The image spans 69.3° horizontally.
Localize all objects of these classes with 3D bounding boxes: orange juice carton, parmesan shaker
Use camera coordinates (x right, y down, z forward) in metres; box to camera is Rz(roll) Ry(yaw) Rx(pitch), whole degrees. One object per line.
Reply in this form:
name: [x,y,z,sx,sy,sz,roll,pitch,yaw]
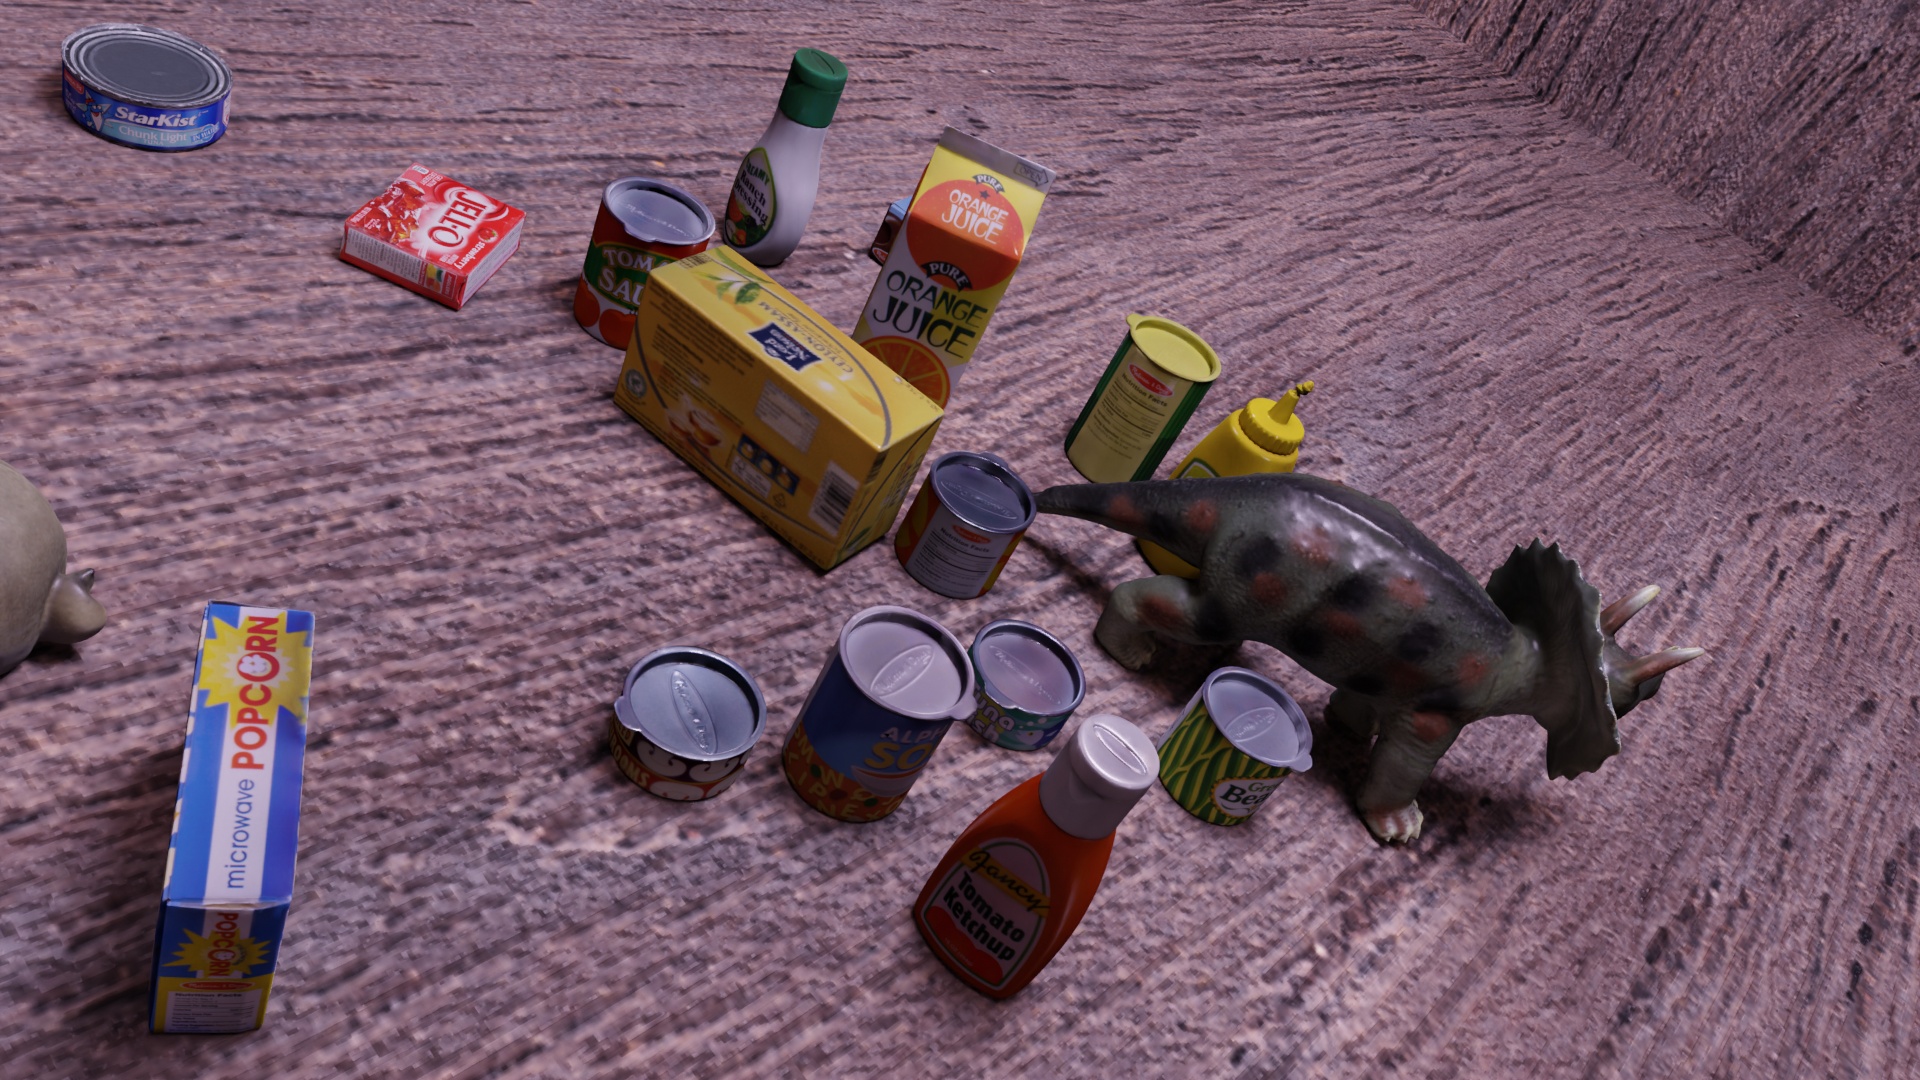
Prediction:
orange juice carton: [-0.013,-0.158,0.853,0.072,0.191,0.073,23,38,-9]
parmesan shaker: [0.119,-0.092,0.934,0.071,0.102,0.072,18,39,-15]

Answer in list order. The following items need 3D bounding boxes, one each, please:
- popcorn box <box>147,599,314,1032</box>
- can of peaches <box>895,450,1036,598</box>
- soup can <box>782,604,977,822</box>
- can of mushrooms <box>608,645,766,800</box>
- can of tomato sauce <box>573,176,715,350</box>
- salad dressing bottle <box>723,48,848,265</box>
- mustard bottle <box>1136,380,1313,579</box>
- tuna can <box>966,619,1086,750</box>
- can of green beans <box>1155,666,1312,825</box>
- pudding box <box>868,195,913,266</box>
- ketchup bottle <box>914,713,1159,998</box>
popcorn box: [-0.258,0.097,0.494,0.038,0.084,0.127,7,43,-27]
can of peaches: [0.003,-0.010,0.804,0.071,0.057,0.071,18,39,-15]
soup can: [-0.038,0.084,0.650,0.071,0.083,0.072,18,39,-15]
can of mushrooms: [-0.127,0.083,0.635,0.071,0.033,0.071,18,39,-15]
can of tomato sauce: [-0.192,-0.164,0.835,0.071,0.082,0.071,18,39,-15]
salad dressing bottle: [-0.117,-0.257,0.935,0.044,0.146,0.064,-10,52,-40]
mustard bottle: [0.169,-0.040,0.861,0.049,0.159,0.065,-13,54,-42]
tuna can: [0.029,0.078,0.741,0.071,0.032,0.071,18,39,-15]
can of green beans: [0.148,0.112,0.757,0.071,0.057,0.071,18,39,-15]
pudding box: [-0.022,-0.209,1.022,0.084,0.049,0.030,38,38,11]
ketchup bottle: [0.034,0.132,0.589,0.065,0.148,0.044,42,39,16]
